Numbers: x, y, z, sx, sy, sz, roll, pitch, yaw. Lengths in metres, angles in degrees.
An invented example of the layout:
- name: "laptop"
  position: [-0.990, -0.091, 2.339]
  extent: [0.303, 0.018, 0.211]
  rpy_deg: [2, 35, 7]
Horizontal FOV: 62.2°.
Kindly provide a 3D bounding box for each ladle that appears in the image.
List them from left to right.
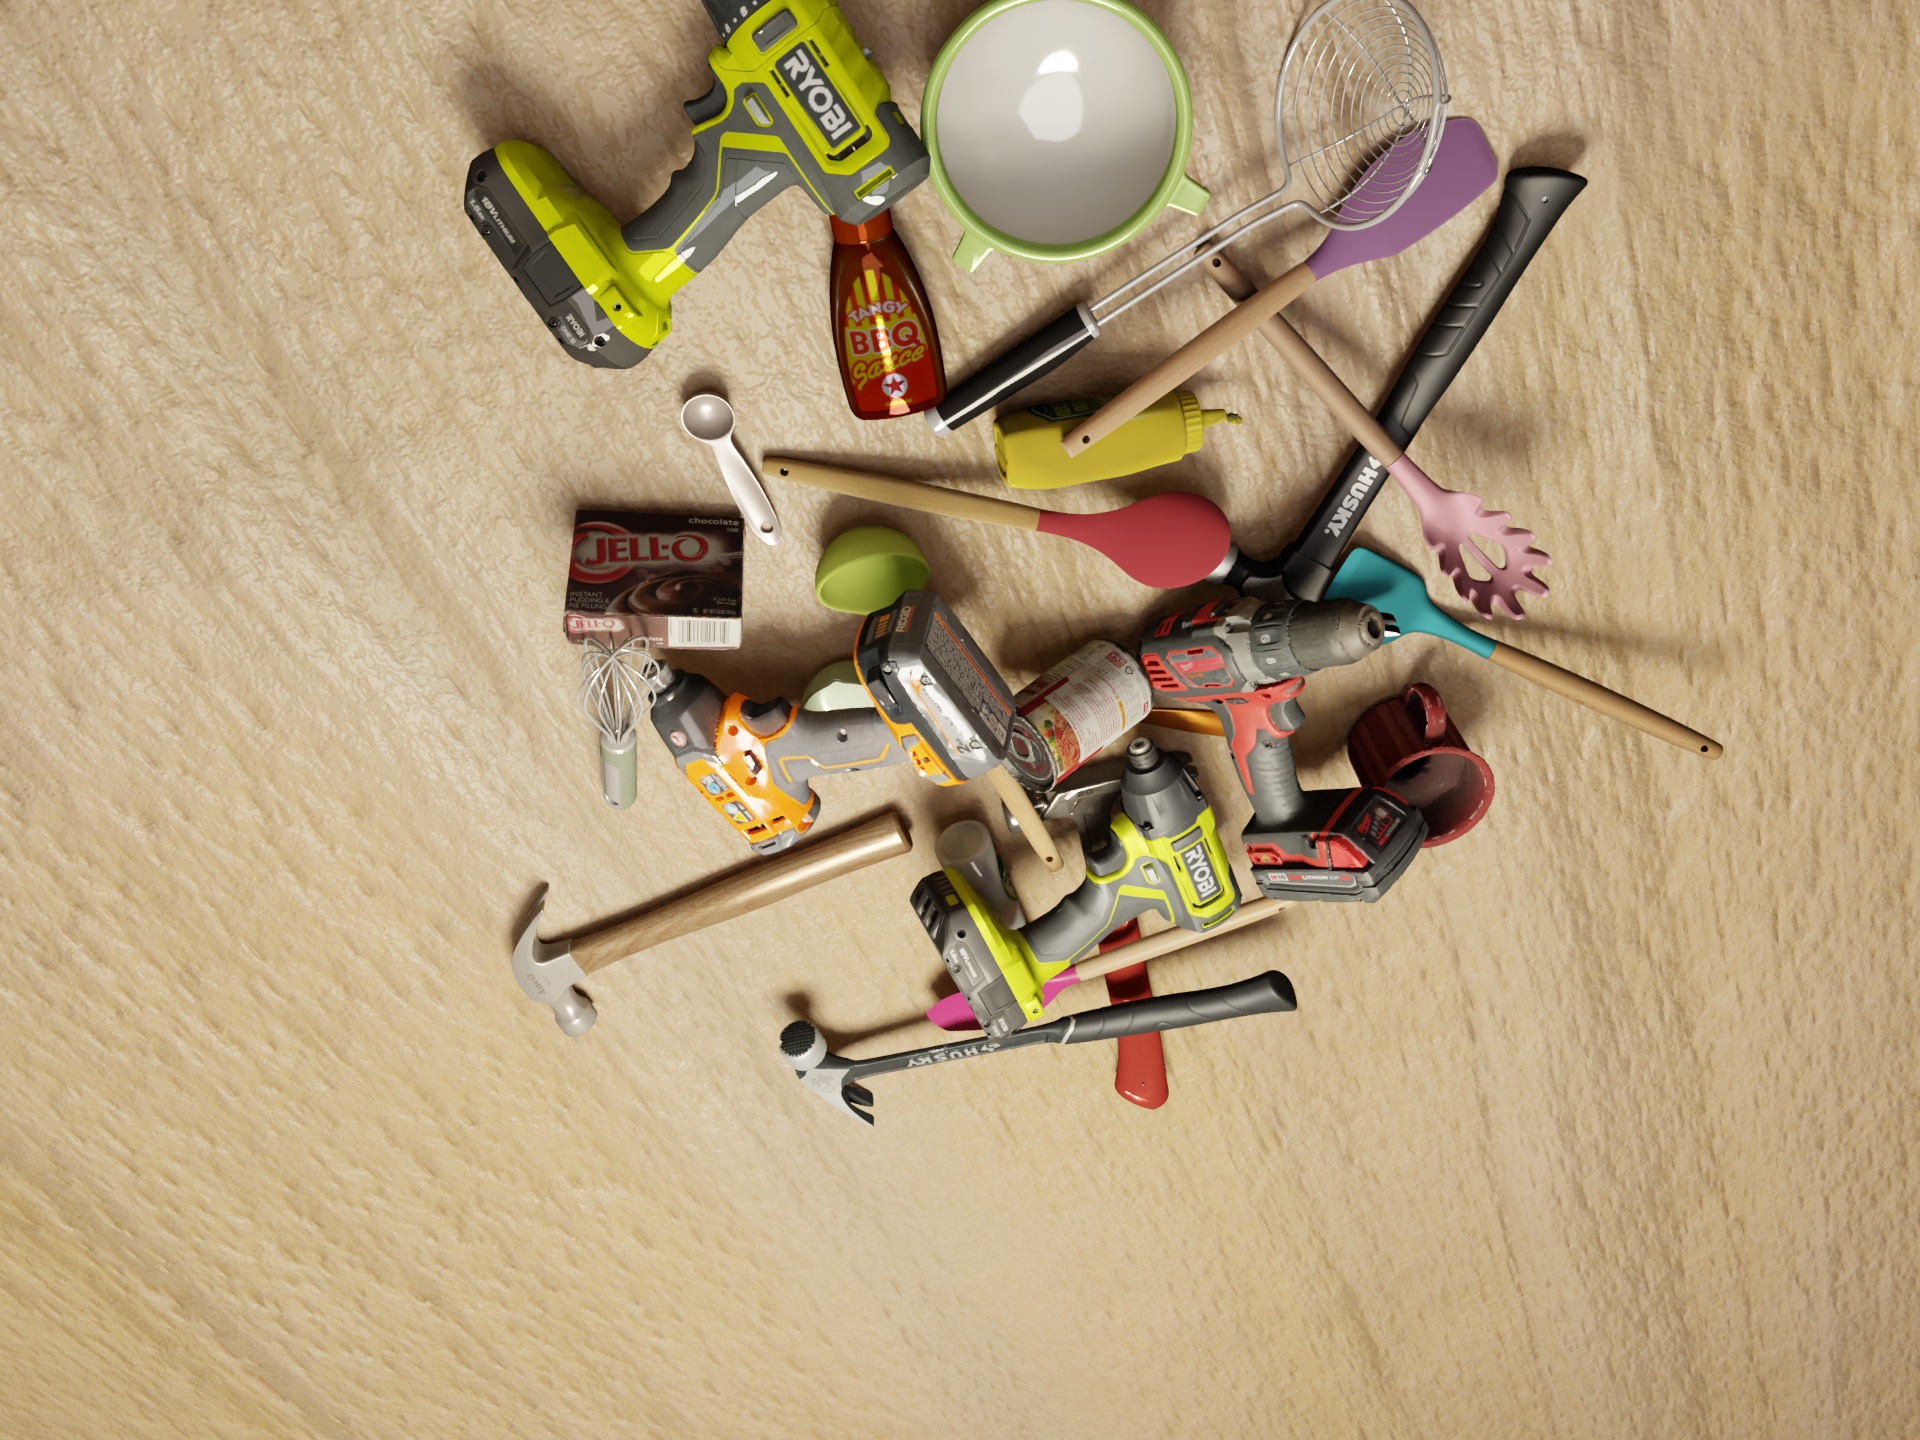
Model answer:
- name: "ladle"
  position: [-0.002, -0.004, 1.118]
  extent: [0.078, 0.062, 0.319]
  rpy_deg: [-22, 119, 18]
- name: "ladle"
  position: [0.026, -0.139, 1.047]
  extent: [0.315, 0.031, 0.069]
  rpy_deg: [10, 115, -4]

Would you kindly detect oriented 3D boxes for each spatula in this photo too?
- name: "spatula"
  position: [0.191, -0.260, 0.971]
  extent: [0.316, 0.018, 0.059]
  rpy_deg: [-37, 114, 2]
- name: "spatula"
  position: [0.405, -0.035, 1.144]
  extent: [0.317, 0.044, 0.082]
  rpy_deg: [23, 116, -2]

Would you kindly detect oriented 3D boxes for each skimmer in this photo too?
- name: "skimmer"
  position: [0.116, -0.280, 0.938]
  extent: [0.363, 0.127, 0.090]
  rpy_deg: [-30, 162, 20]

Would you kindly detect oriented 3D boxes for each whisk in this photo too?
- name: "whisk"
  position: [-0.230, 0.008, 1.066]
  extent: [0.058, 0.059, 0.246]
  rpy_deg: [37, 154, 7]

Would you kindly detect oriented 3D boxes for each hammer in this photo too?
- name: "hammer"
  position: [-0.195, 0.142, 1.230]
  extent: [0.331, 0.031, 0.129]
  rpy_deg: [-22, 124, 8]
- name: "hammer"
  position: [0.068, 0.259, 1.294]
  extent: [0.409, 0.036, 0.149]
  rpy_deg: [-12, 140, 10]
- name: "hammer"
  position: [0.140, 0.183, 1.294]
  extent: [0.149, 0.037, 0.358]
  rpy_deg: [-13, 124, 3]
- name: "hammer"
  position: [0.297, -0.203, 1.037]
  extent: [0.146, 0.035, 0.334]
  rpy_deg: [26, 116, -7]

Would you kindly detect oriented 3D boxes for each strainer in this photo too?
- name: "strainer"
  position: [0.040, -0.385, 0.873]
  extent: [0.151, 0.069, 0.256]
  rpy_deg: [-11, 122, 12]

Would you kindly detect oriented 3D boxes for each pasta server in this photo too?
- name: "pasta server"
  position: [0.260, -0.185, 1.010]
  extent: [0.060, 0.040, 0.316]
  rpy_deg: [-44, 103, 10]

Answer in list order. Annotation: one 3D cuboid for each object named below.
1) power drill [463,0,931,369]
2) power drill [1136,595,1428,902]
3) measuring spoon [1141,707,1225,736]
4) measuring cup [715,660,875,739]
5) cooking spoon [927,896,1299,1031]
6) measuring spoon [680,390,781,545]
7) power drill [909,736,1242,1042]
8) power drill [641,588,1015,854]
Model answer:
- name: "power drill"
  position: [-0.155, -0.321, 0.876]
  extent: [0.228, 0.080, 0.190]
  rpy_deg: [-32, 102, 15]
- name: "power drill"
  position: [0.238, 0.014, 1.090]
  extent: [0.188, 0.080, 0.226]
  rpy_deg: [-7, 120, 51]
- name: "measuring spoon"
  position: [0.171, 0.002, 1.187]
  extent: [0.117, 0.011, 0.021]
  rpy_deg: [7, 123, -11]
- name: "measuring cup"
  position: [-0.119, -0.001, 1.142]
  extent: [0.167, 0.038, 0.083]
  rpy_deg: [-9, 127, 14]
- name: "cooking spoon"
  position: [0.117, 0.190, 1.258]
  extent: [0.319, 0.017, 0.068]
  rpy_deg: [-23, 136, 20]
- name: "measuring spoon"
  position: [-0.145, -0.165, 1.038]
  extent: [0.034, 0.018, 0.124]
  rpy_deg: [-16, 132, 11]
- name: "power drill"
  position: [0.085, 0.121, 1.160]
  extent: [0.223, 0.080, 0.171]
  rpy_deg: [-30, 124, -6]
- name: "power drill"
  position: [-0.097, -0.004, 1.059]
  extent: [0.226, 0.084, 0.164]
  rpy_deg: [-20, 125, 28]
